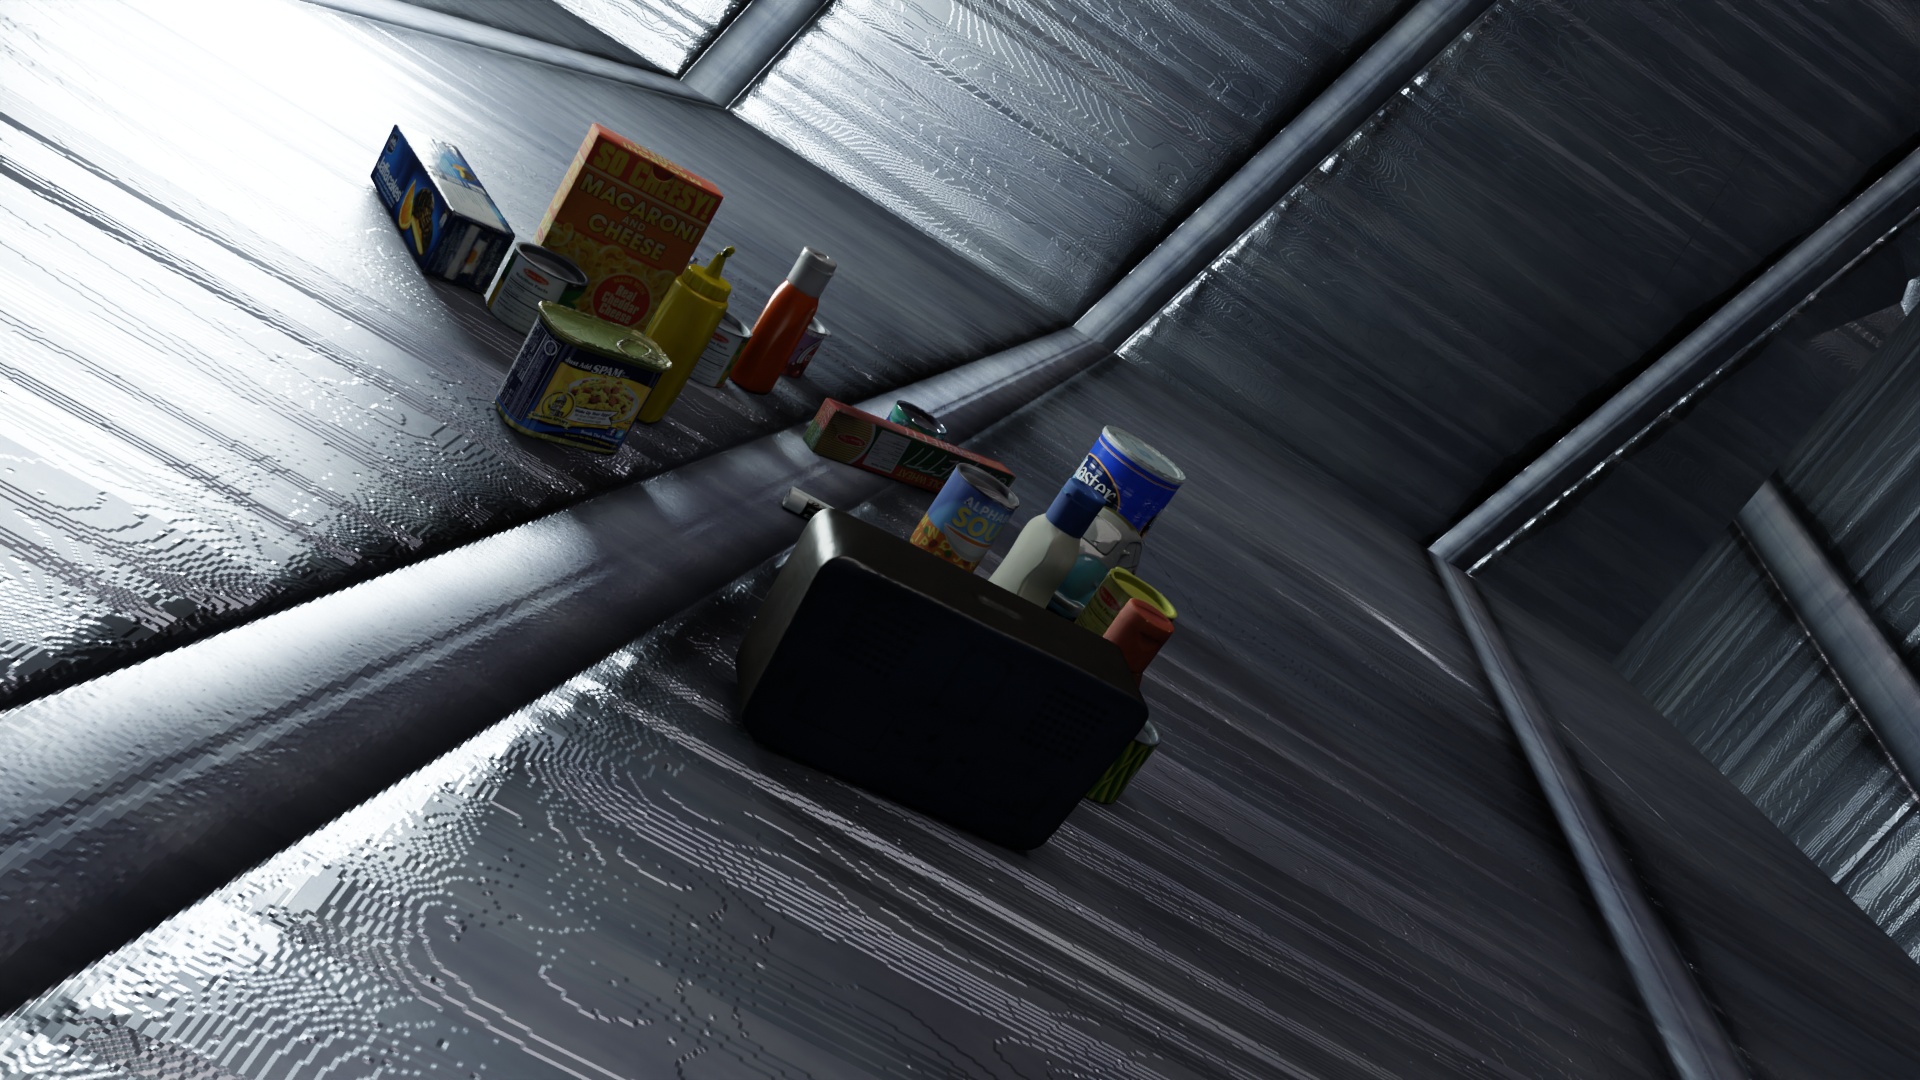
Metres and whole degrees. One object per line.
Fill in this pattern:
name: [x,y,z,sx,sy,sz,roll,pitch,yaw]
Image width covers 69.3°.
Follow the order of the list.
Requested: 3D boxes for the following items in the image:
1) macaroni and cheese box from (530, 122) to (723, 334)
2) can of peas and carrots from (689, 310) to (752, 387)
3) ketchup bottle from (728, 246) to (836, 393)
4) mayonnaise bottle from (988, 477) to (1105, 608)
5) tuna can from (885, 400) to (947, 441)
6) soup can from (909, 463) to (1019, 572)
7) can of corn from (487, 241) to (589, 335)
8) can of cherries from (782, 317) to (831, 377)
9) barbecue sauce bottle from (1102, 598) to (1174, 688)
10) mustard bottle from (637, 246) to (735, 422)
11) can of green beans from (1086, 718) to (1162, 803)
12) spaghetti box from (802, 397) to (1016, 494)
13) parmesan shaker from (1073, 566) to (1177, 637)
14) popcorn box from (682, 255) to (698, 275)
macaroni and cheese box: [-0.304,-0.264,1.229,0.124,0.166,0.040,22,20,-34]
can of peas and carrots: [-0.240,-0.188,1.321,0.071,0.058,0.071,30,17,-10]
ketchup bottle: [-0.173,-0.216,1.367,0.043,0.148,0.065,36,17,8]
mayonnaise bottle: [0.066,0.018,1.155,0.041,0.147,0.065,23,19,-31]
tuna can: [-0.050,-0.122,1.528,0.071,0.032,0.071,30,17,-10]
soup can: [0.004,-0.016,1.245,0.071,0.083,0.071,30,17,-10]
can of corn: [-0.355,-0.210,1.173,0.071,0.058,0.071,30,17,-10]
can of cherries: [-0.184,-0.216,1.500,0.071,0.058,0.072,30,17,-10]
barbecue sauce bottle: [0.089,0.108,0.947,0.065,0.148,0.044,28,17,-19]
mustard bottle: [-0.227,-0.173,1.130,0.049,0.159,0.065,31,17,-9]
can of green beans: [0.103,0.149,1.014,0.071,0.057,0.071,30,17,-10]
spaghetti box: [-0.046,-0.082,1.395,0.250,0.050,0.029,17,23,-43]
parmesan shaker: [0.123,0.082,1.156,0.071,0.102,0.071,30,17,-10]
popcorn box: [-0.328,-0.264,1.325,0.126,0.085,0.038,30,17,-12]
